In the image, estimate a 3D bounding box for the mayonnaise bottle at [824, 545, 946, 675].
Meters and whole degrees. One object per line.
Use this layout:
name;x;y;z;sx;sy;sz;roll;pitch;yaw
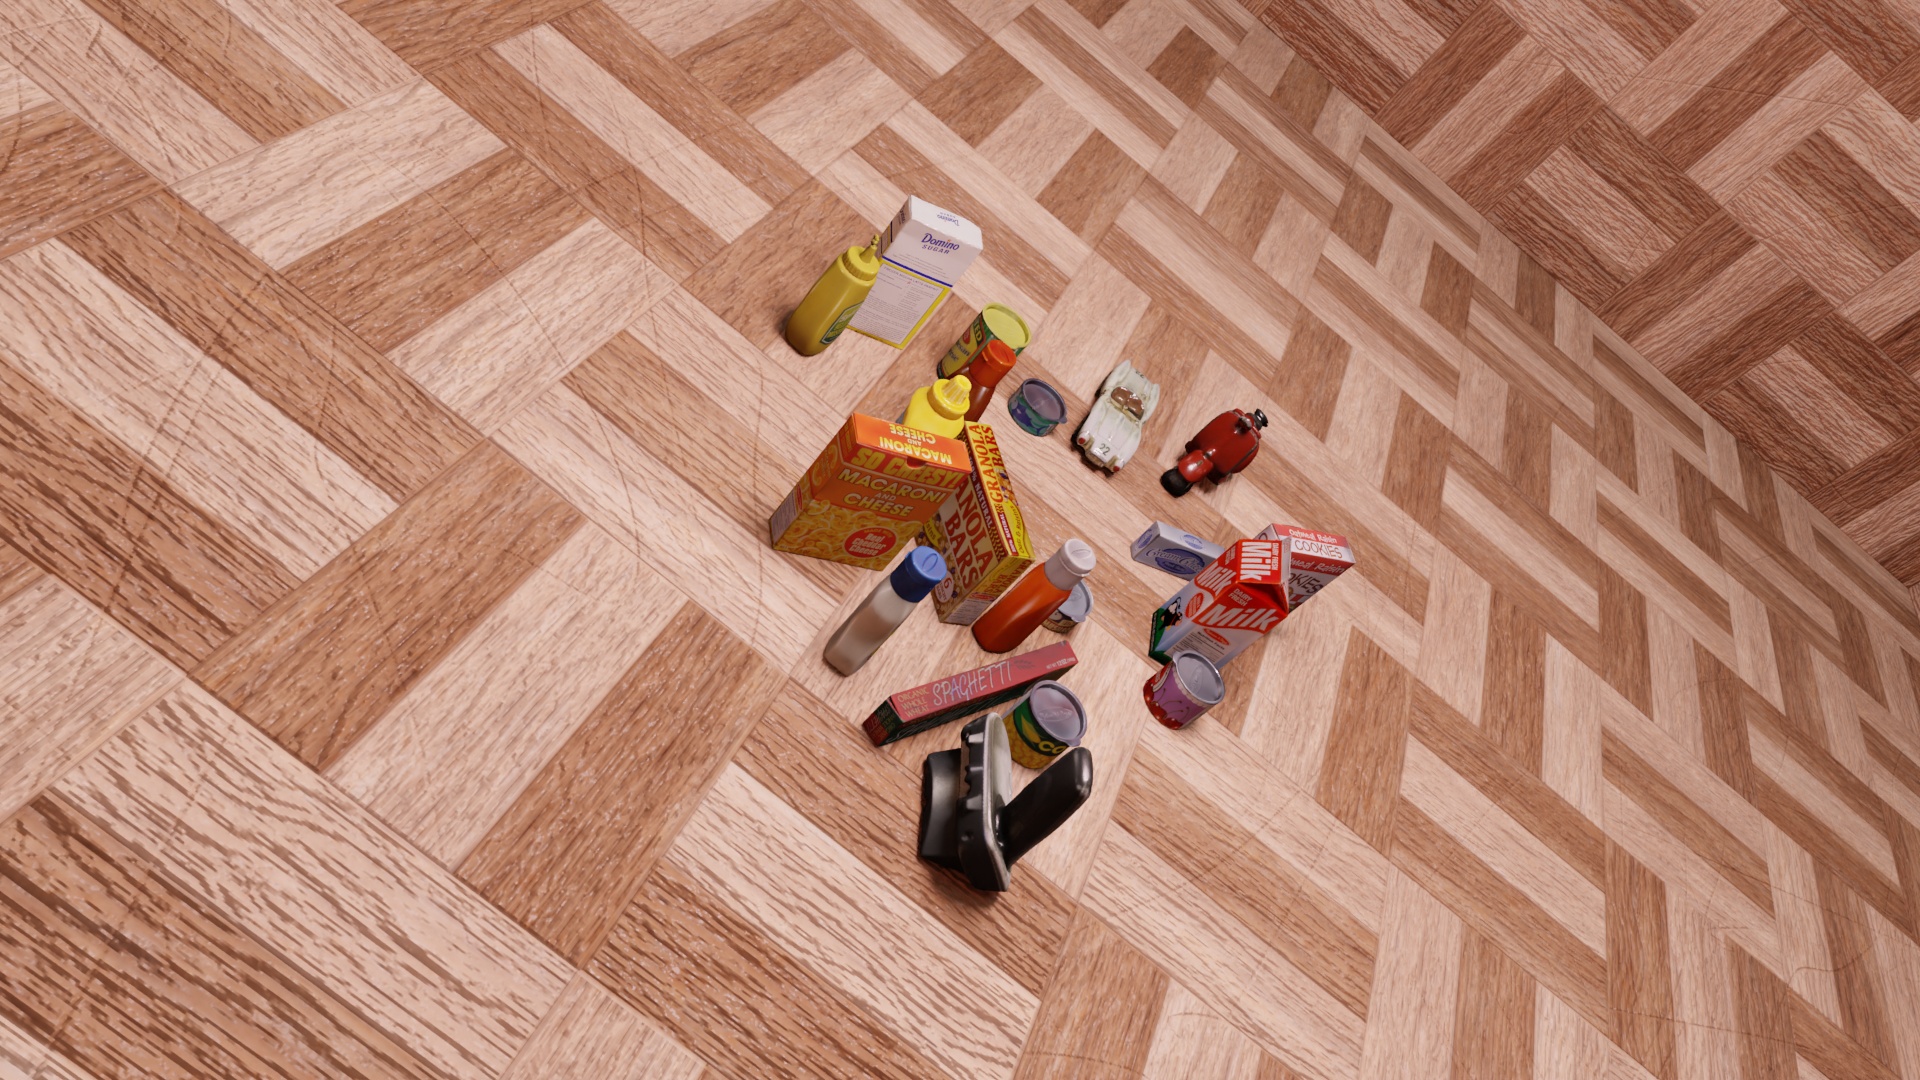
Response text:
mayonnaise bottle;-0.066;0.061;1.239;0.041;0.147;0.065;41;39;-3

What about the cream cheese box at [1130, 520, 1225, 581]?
cream cheese box;0.255;0.015;1.626;0.104;0.053;0.024;20;44;-26

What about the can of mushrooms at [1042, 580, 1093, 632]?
can of mushrooms;0.105;0.064;1.471;0.071;0.033;0.071;23;43;-23

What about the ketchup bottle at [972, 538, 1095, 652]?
ketchup bottle;0.076;0.055;1.364;0.065;0.148;0.043;-10;63;-45

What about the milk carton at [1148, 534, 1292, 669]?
milk carton;0.292;0.069;1.500;0.073;0.189;0.073;32;40;-14

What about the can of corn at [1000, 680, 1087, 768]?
can of corn;0.079;0.179;1.326;0.071;0.058;0.071;23;43;-23

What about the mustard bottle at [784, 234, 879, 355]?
mustard bottle;-0.127;-0.263;1.468;0.049;0.159;0.065;46;39;3

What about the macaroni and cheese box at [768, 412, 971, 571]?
macaroni and cheese box;-0.086;-0.041;1.299;0.124;0.165;0.040;13;48;-32

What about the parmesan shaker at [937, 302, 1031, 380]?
parmesan shaker;0.026;-0.214;1.598;0.071;0.102;0.072;23;43;-23

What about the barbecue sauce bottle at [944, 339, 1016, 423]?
barbecue sauce bottle;0.004;-0.155;1.491;0.044;0.147;0.065;1;55;-40

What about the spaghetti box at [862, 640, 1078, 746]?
spaghetti box;0.014;0.142;1.311;0.251;0.050;0.029;-12;64;-46

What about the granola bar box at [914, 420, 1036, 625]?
granola bar box;0.005;-0.017;1.388;0.039;0.123;0.166;8;51;-36

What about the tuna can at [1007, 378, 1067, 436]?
tuna can;0.093;-0.157;1.660;0.071;0.032;0.071;23;43;-23

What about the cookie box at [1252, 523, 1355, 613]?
cookie box;0.347;0.047;1.585;0.123;0.166;0.040;9;50;-35

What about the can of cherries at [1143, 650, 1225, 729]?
can of cherries;0.236;0.157;1.478;0.071;0.058;0.072;23;43;-23
